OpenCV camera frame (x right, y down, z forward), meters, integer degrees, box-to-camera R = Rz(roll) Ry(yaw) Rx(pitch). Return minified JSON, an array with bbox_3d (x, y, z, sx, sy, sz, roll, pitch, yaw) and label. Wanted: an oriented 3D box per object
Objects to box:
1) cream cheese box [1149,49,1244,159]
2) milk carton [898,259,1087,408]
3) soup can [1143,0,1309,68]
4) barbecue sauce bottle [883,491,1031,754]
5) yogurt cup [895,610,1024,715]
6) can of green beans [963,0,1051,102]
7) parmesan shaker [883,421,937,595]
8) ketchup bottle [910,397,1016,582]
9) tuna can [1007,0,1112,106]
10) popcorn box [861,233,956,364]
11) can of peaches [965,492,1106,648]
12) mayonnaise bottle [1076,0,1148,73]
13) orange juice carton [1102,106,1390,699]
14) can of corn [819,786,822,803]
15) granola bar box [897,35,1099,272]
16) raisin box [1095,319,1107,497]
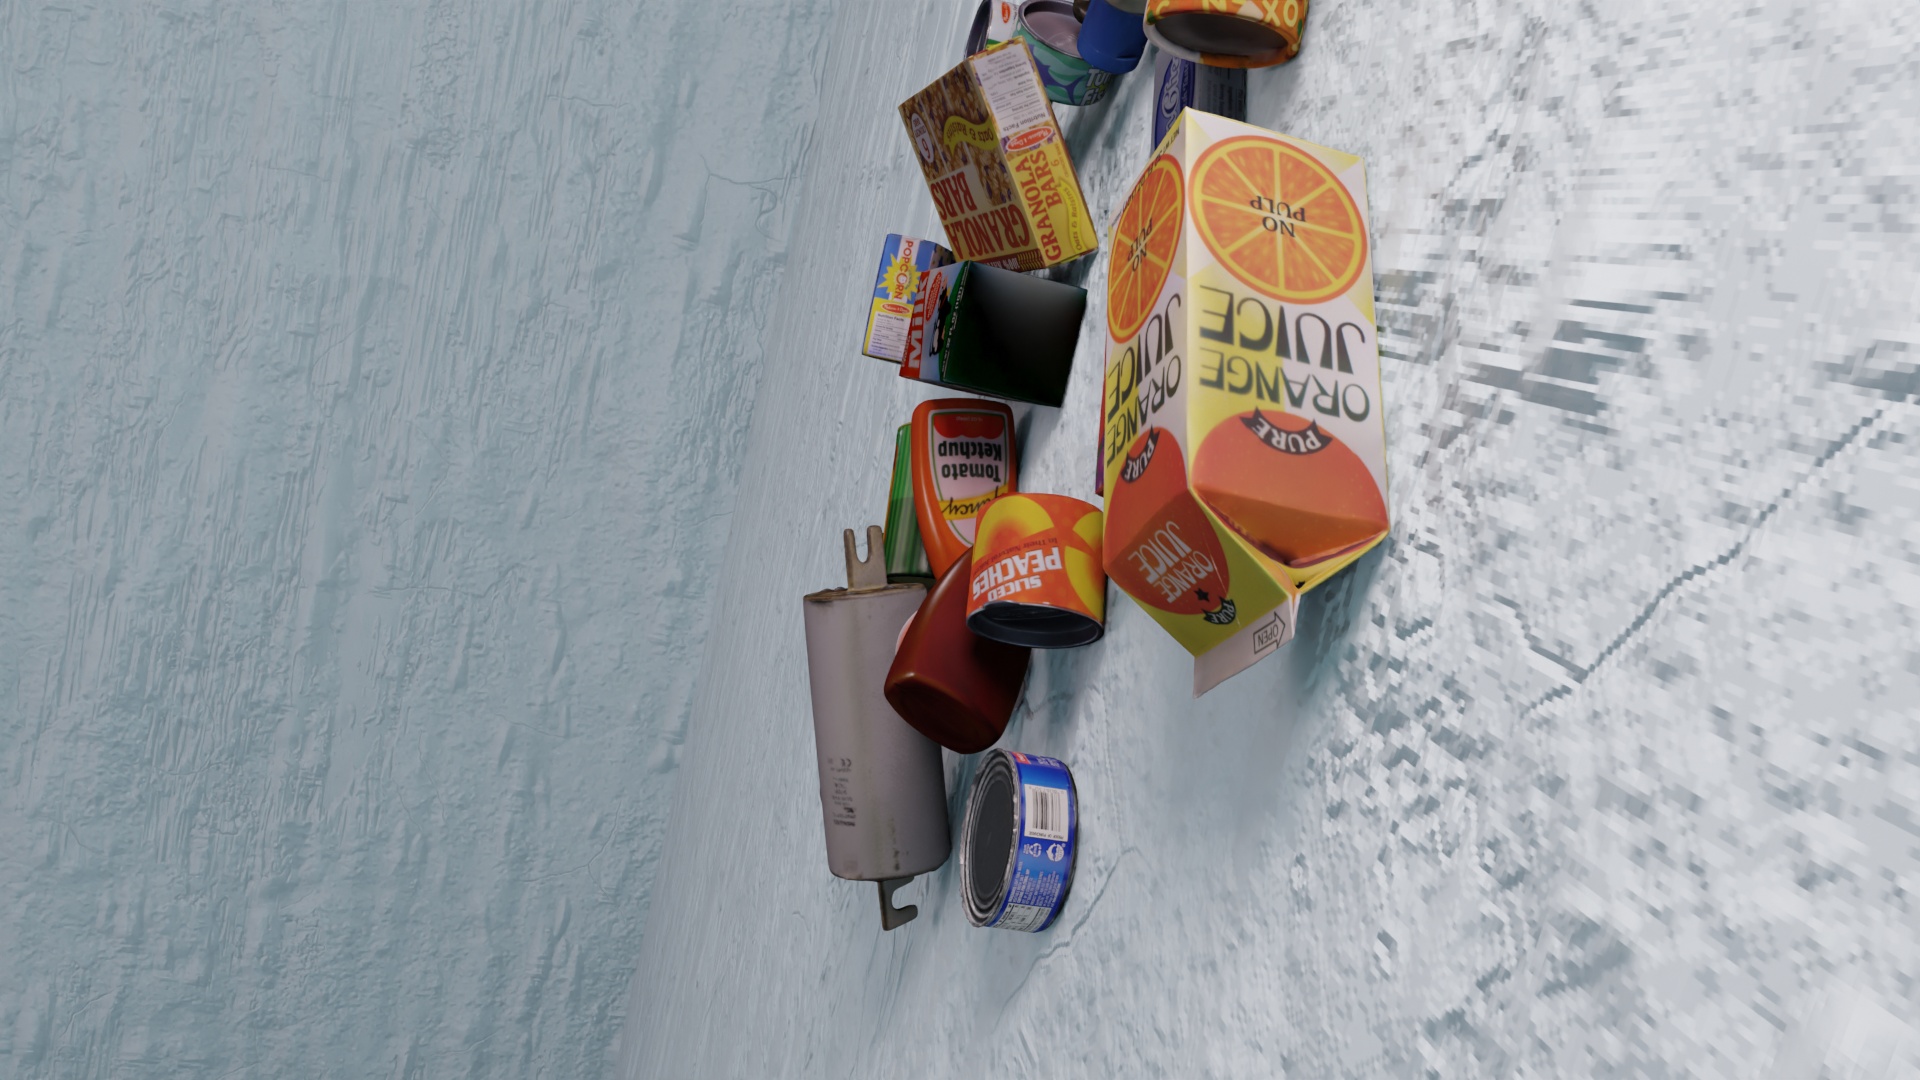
[{"bbox_3d":[0.109,-0.197,0.641,0.053,0.024,0.104,132,146,-65],"label":"cream cheese box"},{"bbox_3d":[0.011,-0.129,0.871,0.191,0.073,0.072,-150,72,-75],"label":"milk carton"},{"bbox_3d":[0.117,-0.246,0.569,0.071,0.071,0.083,-163,84,-76],"label":"soup can"},{"bbox_3d":[0.012,0.036,0.724,0.043,0.065,0.149,-36,22,44],"label":"barbecue sauce bottle"},{"bbox_3d":[0.002,0.071,0.776,0.054,0.072,0.072,-120,42,-57],"label":"yogurt cup"},{"bbox_3d":[0.037,-0.334,0.957,0.071,0.058,0.071,-168,89,-76],"label":"can of green beans"},{"bbox_3d":[-0.017,-0.020,0.899,0.071,0.071,0.103,143,137,-69],"label":"parmesan shaker"},{"bbox_3d":[0.003,-0.011,0.844,0.043,0.065,0.149,136,134,-71],"label":"ketchup bottle"},{"bbox_3d":[0.062,-0.286,0.815,0.032,0.071,0.071,114,161,-44],"label":"tuna can"},{"bbox_3d":[-0.024,-0.165,0.989,0.127,0.038,0.085,-6,-71,-72],"label":"popcorn box"},{"bbox_3d":[0.037,0.015,0.668,0.071,0.071,0.058,132,147,-64],"label":"can of peaches"},{"bbox_3d":[0.098,-0.307,0.700,0.041,0.065,0.147,60,150,26],"label":"mayonnaise bottle"},{"bbox_3d":[0.095,-0.045,0.480,0.071,0.073,0.193,128,149,-61],"label":"orange juice carton"},{"bbox_3d":[-0.056,0.161,0.918,0.058,0.071,0.071,138,141,-66],"label":"can of corn"},{"bbox_3d":[0.020,-0.225,0.845,0.124,0.039,0.165,68,168,-13],"label":"granola bar box"},{"bbox_3d":[0.093,-0.085,0.589,0.085,0.040,0.124,133,147,-63],"label":"raisin box"}]
